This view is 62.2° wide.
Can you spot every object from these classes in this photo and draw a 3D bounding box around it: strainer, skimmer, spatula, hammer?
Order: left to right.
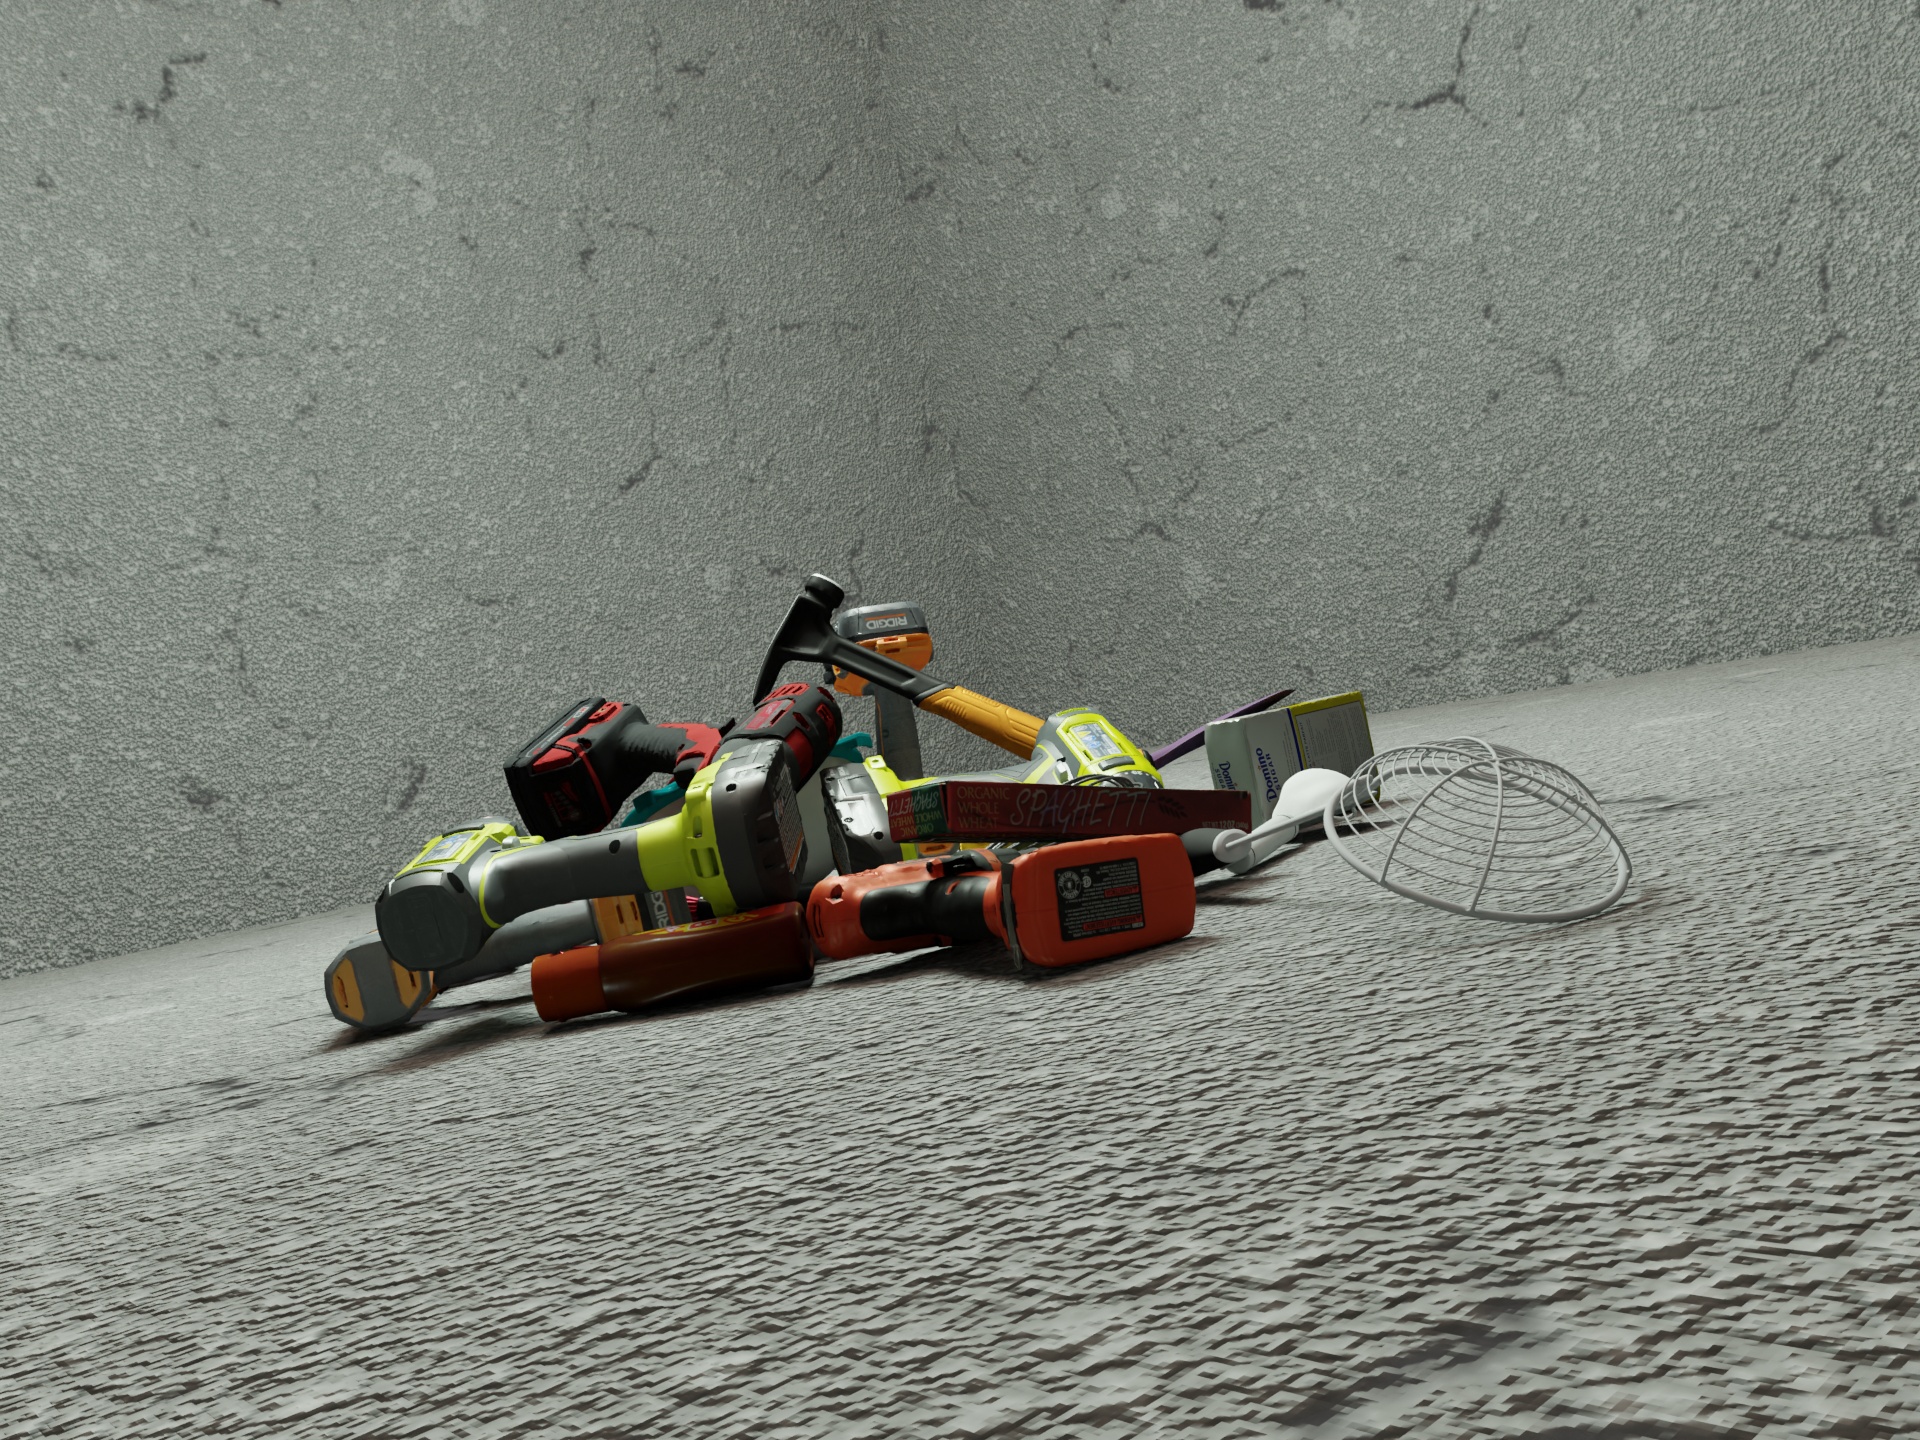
[{"bbox_3d":[-0.179,0.128,1.362,0.211,0.095,0.340,-16,-19,-19],"label":"strainer"},{"bbox_3d":[-0.002,-0.004,1.289,0.337,0.127,0.034,23,-17,13],"label":"hammer"},{"bbox_3d":[0.134,0.048,1.311,0.316,0.018,0.059,-31,-12,24],"label":"spatula"},{"bbox_3d":[0.223,0.069,1.084,0.087,0.050,0.258,-29,-6,29],"label":"strainer"},{"bbox_3d":[0.176,0.081,0.809,0.127,0.090,0.363,-10,-11,-24],"label":"skimmer"}]

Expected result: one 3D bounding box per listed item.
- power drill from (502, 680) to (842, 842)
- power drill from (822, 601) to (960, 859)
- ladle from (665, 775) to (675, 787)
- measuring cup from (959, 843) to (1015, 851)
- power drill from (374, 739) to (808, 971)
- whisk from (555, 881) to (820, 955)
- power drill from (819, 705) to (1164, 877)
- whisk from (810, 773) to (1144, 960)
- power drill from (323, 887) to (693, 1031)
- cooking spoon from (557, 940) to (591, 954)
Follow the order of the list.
[{"bbox_3d":[-0.203,0.034,1.122,0.220,0.078,0.143,-6,27,27],"label":"power drill"},{"bbox_3d":[-0.061,0.026,1.400,0.084,0.226,0.164,-9,-12,-17],"label":"power drill"},{"bbox_3d":[-0.189,0.104,1.473,0.069,0.031,0.315,-30,-23,3],"label":"ladle"},{"bbox_3d":[0.059,0.084,1.298,0.029,0.062,0.156,34,-35,-28],"label":"measuring cup"},{"bbox_3d":[-0.209,0.076,0.939,0.223,0.080,0.171,-11,12,2],"label":"power drill"},{"bbox_3d":[-0.205,0.139,1.159,0.296,0.073,0.073,-5,1,17],"label":"whisk"},{"bbox_3d":[0.031,0.069,1.087,0.228,0.080,0.191,-12,27,-11],"label":"power drill"},{"bbox_3d":[0.009,0.090,0.974,0.239,0.055,0.055,-24,3,-14],"label":"whisk"},{"bbox_3d":[-0.301,0.147,1.072,0.226,0.084,0.185,-15,-1,-15],"label":"power drill"},{"bbox_3d":[-0.291,0.172,1.403,0.068,0.017,0.319,-40,-7,14],"label":"cooking spoon"}]
